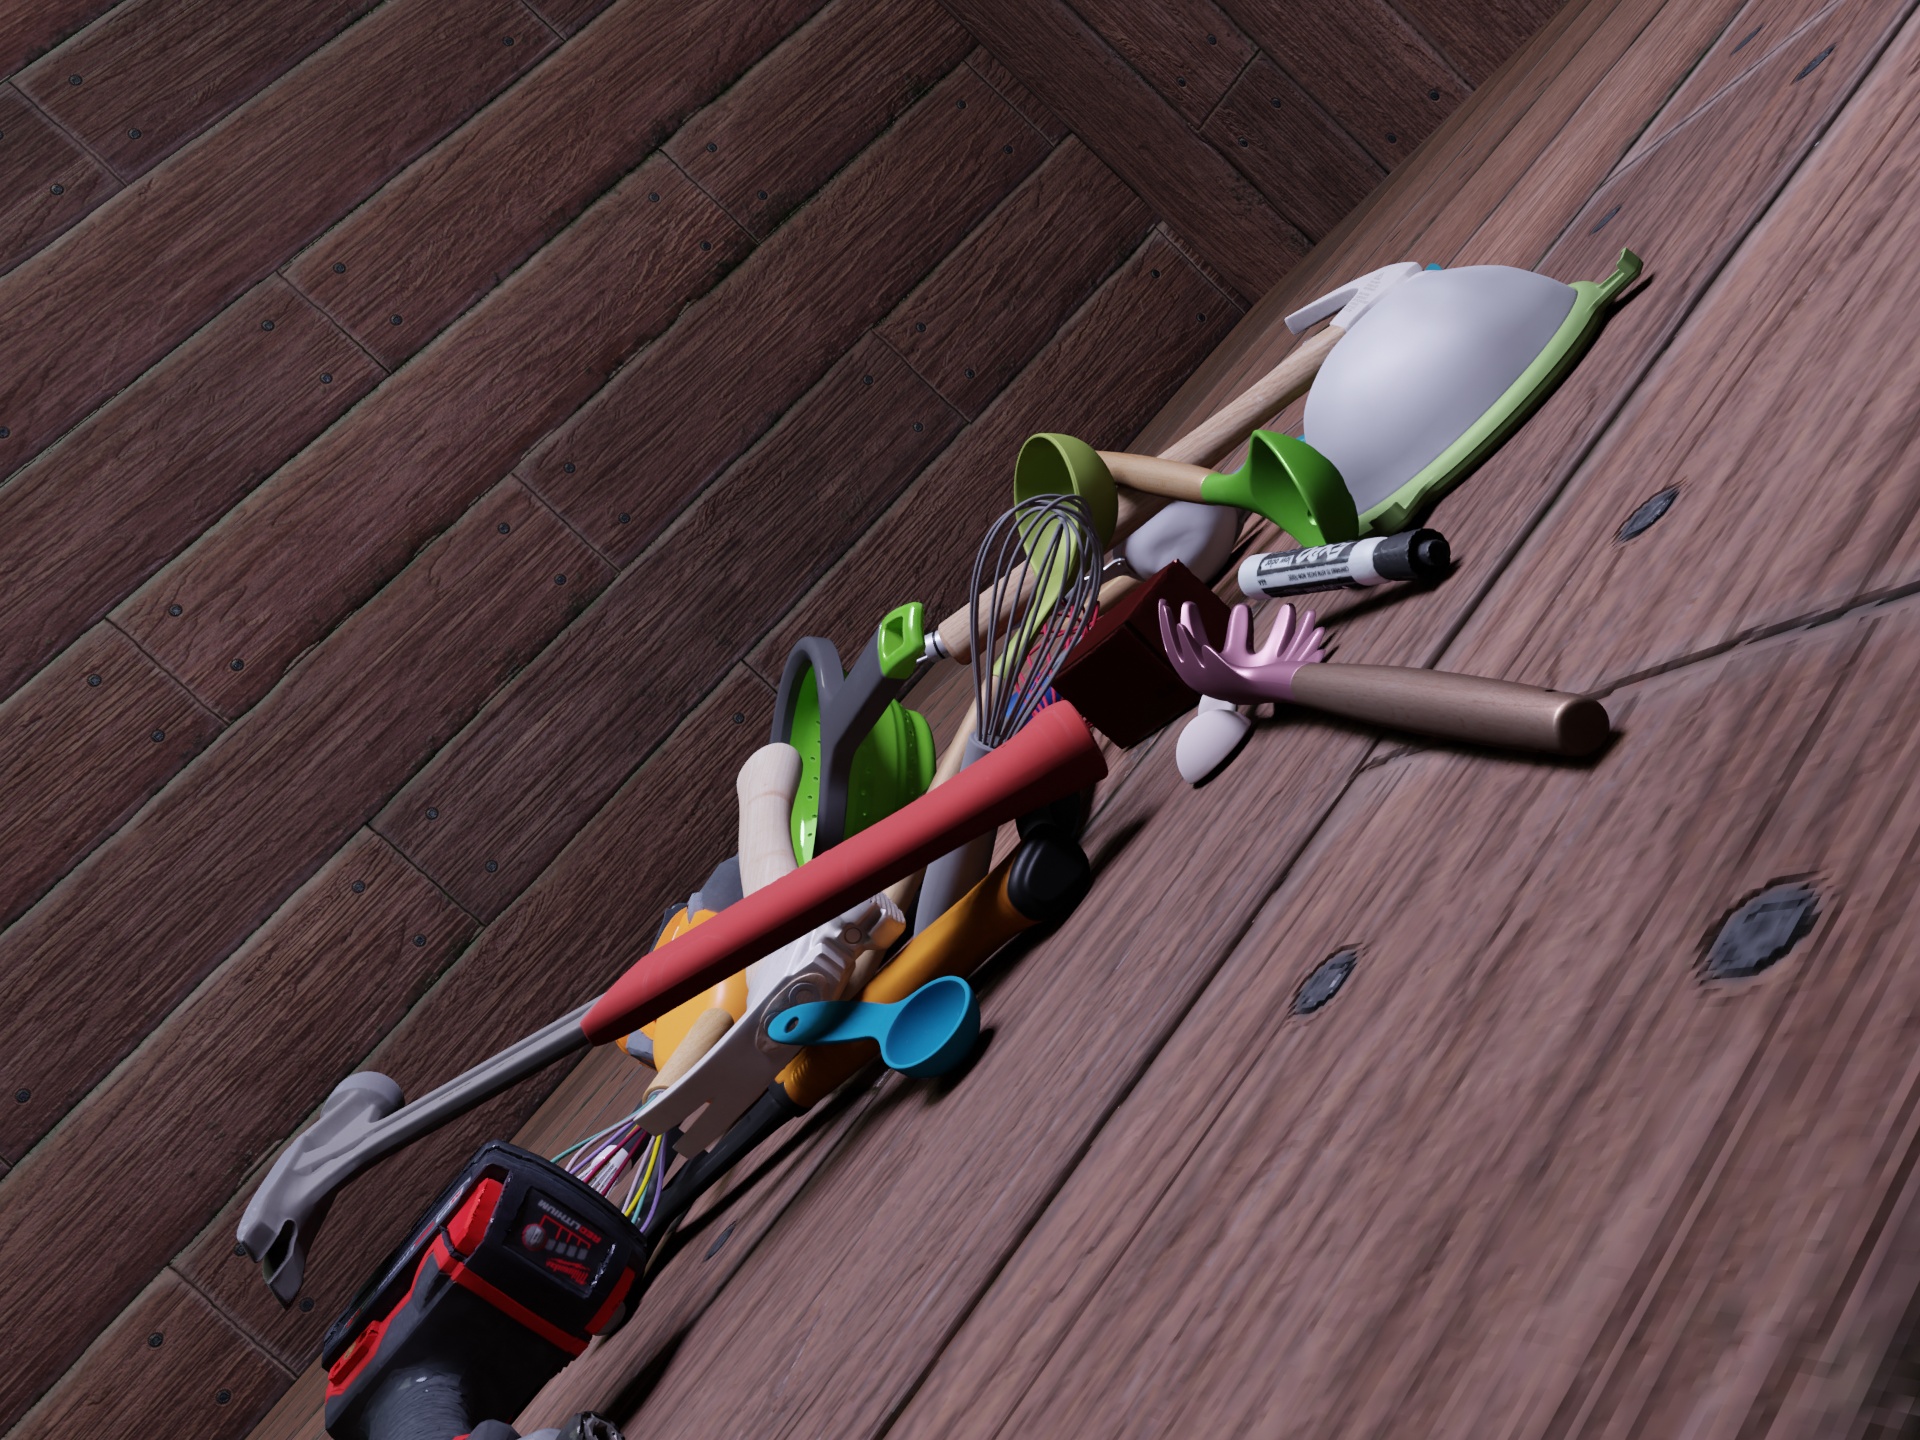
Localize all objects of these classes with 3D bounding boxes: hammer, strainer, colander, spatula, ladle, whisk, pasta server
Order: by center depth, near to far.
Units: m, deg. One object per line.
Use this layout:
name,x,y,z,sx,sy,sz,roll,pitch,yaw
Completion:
pasta server,0.119,-0.017,0.498,0.316,0.060,0.040,-142,53,-83
hammer,-0.102,0.096,0.622,0.359,0.036,0.149,-29,11,-4
whisk,0.013,0.012,0.696,0.055,0.055,0.238,-57,-17,-65
hammer,-0.061,0.154,0.722,0.336,0.034,0.127,-45,6,27
strainer,0.198,-0.157,0.747,0.151,0.069,0.256,-47,6,2
whisk,-0.153,0.194,0.759,0.047,0.051,0.245,-52,2,15
ladle,-0.001,-0.003,0.806,0.320,0.062,0.078,-64,16,-13
whisk,0.054,-0.001,0.838,0.073,0.073,0.296,-46,10,22
hammer,-0.111,0.090,0.875,0.146,0.038,0.411,-49,14,4
hammer,0.123,-0.143,0.896,0.331,0.031,0.130,-38,16,8
spatula,0.177,-0.157,0.987,0.317,0.044,0.082,-38,11,22
strainer,0.077,-0.082,0.991,0.258,0.086,0.050,-22,57,19
whisk,-0.234,0.296,0.996,0.070,0.070,0.284,-46,0,19
colander,-0.050,0.018,1.045,0.397,0.094,0.205,131,140,-63

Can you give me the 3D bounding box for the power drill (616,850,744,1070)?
power drill,-0.172,0.166,1.088,0.164,0.084,0.226,-67,8,-18

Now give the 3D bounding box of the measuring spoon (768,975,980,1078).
measuring spoon,-0.034,0.124,0.627,0.128,0.021,0.042,-13,37,50

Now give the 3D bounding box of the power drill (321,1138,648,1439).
power drill,-0.162,0.239,0.528,0.143,0.078,0.220,-50,16,2

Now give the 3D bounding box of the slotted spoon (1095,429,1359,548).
slotted spoon,0.112,-0.116,0.766,0.031,0.070,0.314,-34,19,-6

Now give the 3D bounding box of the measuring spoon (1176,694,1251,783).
measuring spoon,0.102,-0.004,0.660,0.034,0.018,0.124,-46,4,16

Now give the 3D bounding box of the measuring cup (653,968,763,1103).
measuring cup,-0.136,0.141,0.944,0.095,0.052,0.174,-29,45,45
